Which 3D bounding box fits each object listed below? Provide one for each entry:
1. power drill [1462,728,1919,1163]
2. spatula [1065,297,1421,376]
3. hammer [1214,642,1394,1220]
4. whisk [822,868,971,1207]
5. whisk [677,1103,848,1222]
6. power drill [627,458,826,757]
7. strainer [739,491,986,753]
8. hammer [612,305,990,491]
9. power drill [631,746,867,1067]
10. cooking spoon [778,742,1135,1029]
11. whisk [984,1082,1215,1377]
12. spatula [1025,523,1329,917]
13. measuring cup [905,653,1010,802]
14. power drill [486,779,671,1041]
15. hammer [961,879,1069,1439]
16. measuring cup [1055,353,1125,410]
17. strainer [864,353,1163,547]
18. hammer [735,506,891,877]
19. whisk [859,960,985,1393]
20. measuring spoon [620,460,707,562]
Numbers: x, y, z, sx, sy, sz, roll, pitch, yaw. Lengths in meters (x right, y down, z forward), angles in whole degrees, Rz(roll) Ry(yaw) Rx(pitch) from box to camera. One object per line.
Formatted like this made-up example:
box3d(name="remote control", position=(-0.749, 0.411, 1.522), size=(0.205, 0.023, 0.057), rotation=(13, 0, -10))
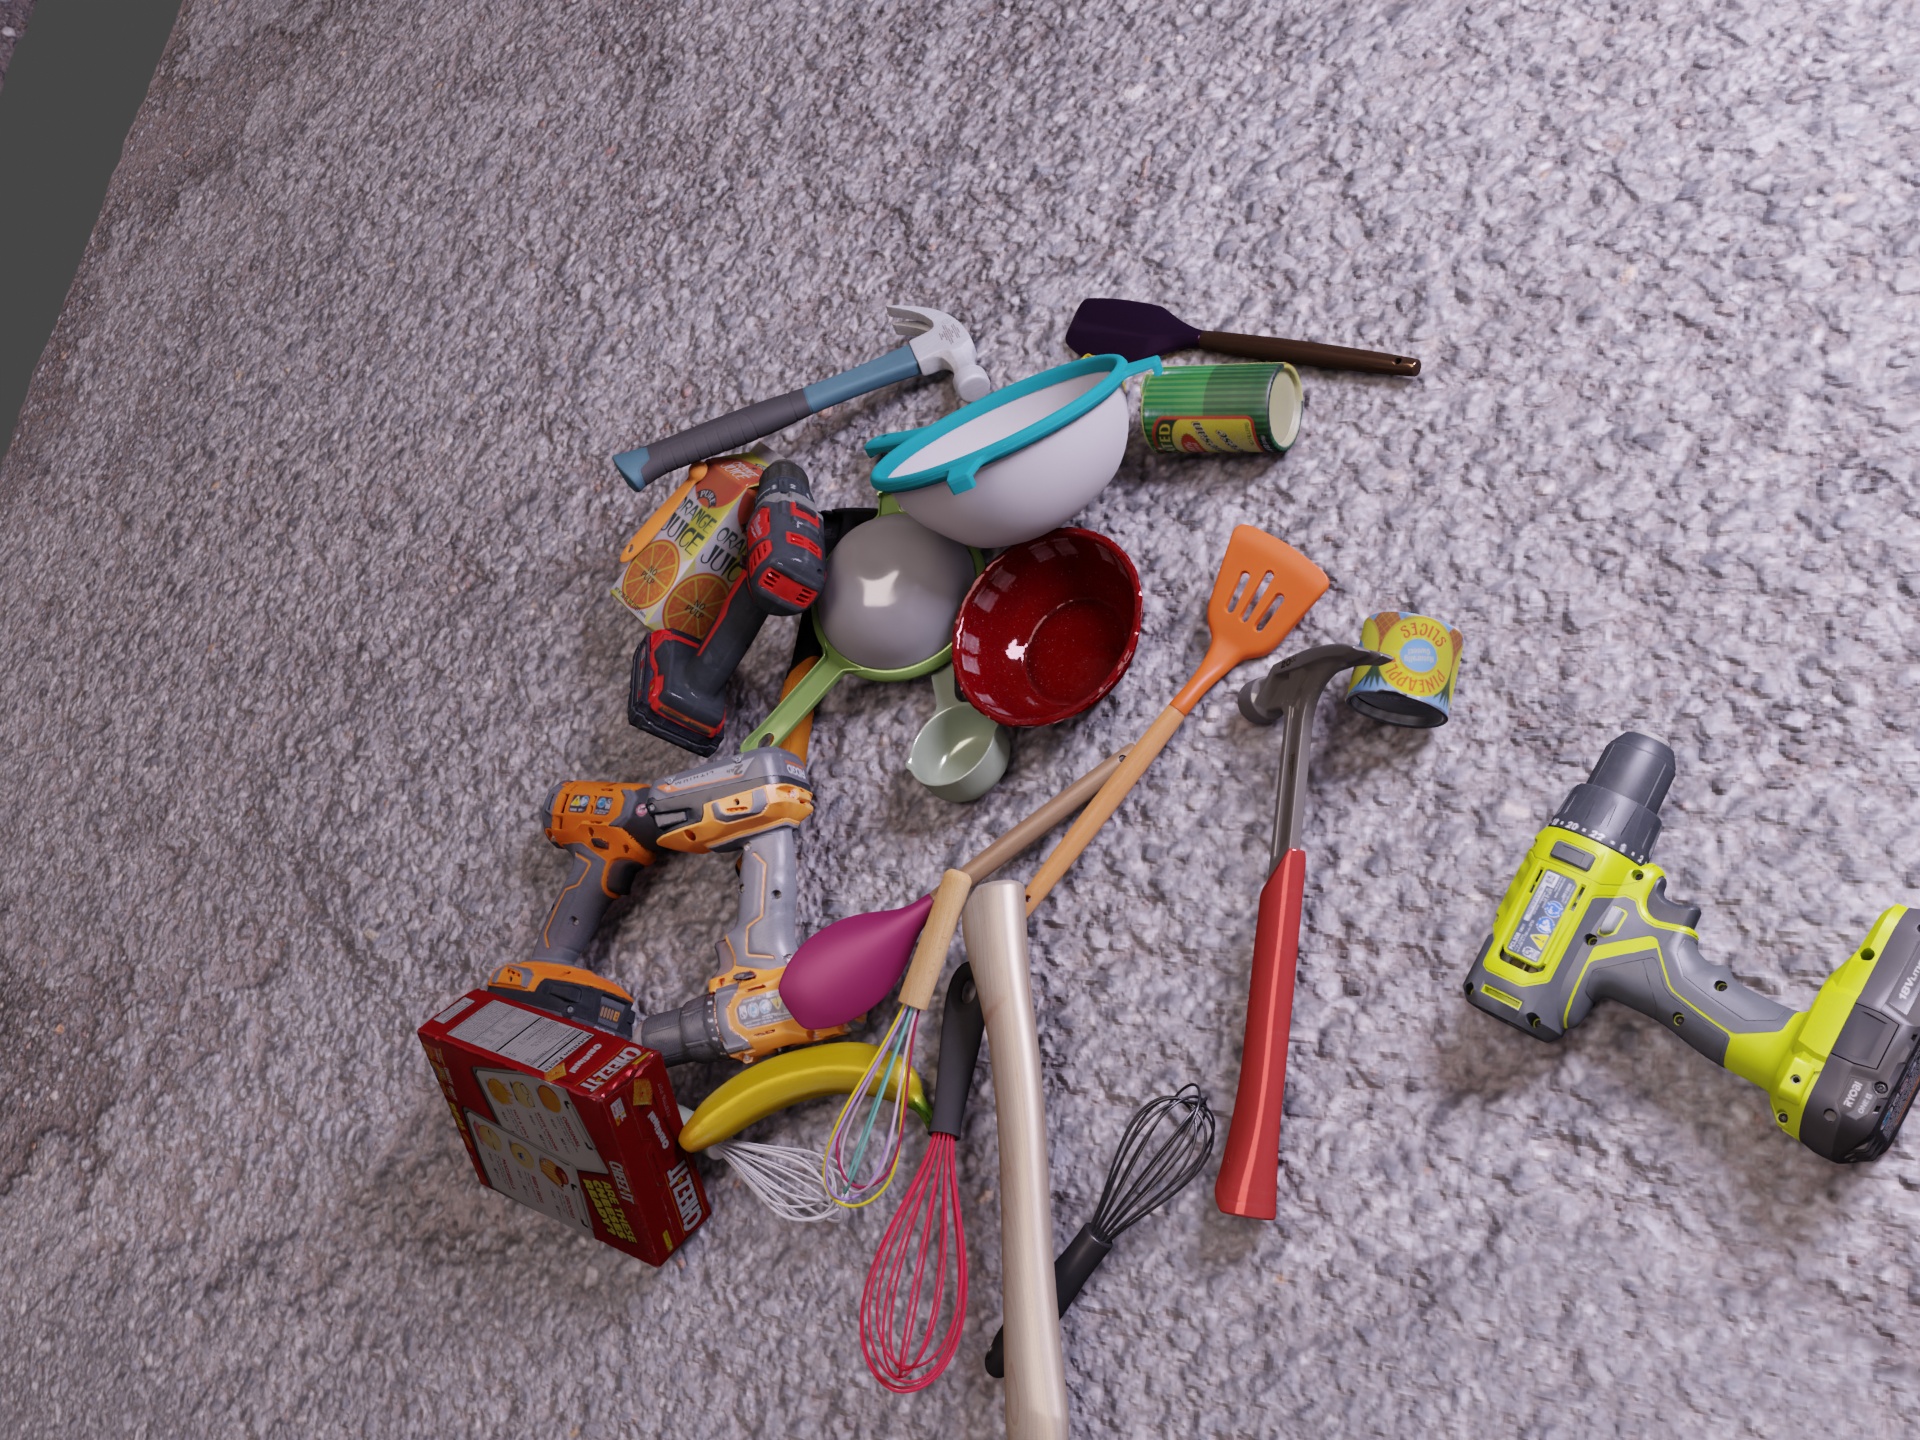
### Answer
box3d(name="power drill", position=(0.420, 0.120, 0.886), size=(0.229, 0.080, 0.190), rotation=(26, 86, 40))
box3d(name="spatula", position=(0.209, -0.291, 1.235), size=(0.316, 0.018, 0.060), rotation=(18, 82, 38))
box3d(name="hammer", position=(0.207, 0.131, 1.011), size=(0.149, 0.036, 0.359), rotation=(153, 127, -69))
box3d(name="whisk", position=(-0.039, 0.223, 1.123), size=(0.047, 0.051, 0.245), rotation=(18, 81, 10))
box3d(name="whisk", position=(-0.177, 0.326, 1.210), size=(0.246, 0.059, 0.058), rotation=(13, 41, 40))
box3d(name="power drill", position=(-0.188, -0.102, 1.328), size=(0.226, 0.080, 0.188), rotation=(-50, 28, 27))
box3d(name="strainer", position=(-0.093, -0.072, 1.261), size=(0.152, 0.069, 0.256), rotation=(39, 84, 26))
box3d(name="hammer", position=(-0.145, -0.273, 1.386), size=(0.331, 0.033, 0.128), rotation=(-21, 52, 2))
box3d(name="power drill", position=(-0.181, 0.152, 1.229), size=(0.185, 0.084, 0.226), rotation=(-17, 75, 13))
box3d(name="cooking spoon", position=(0.002, 0.116, 1.158), size=(0.319, 0.017, 0.069), rotation=(-37, 79, 0))
box3d(name="whisk", position=(0.088, 0.333, 1.033), size=(0.055, 0.055, 0.239), rotation=(42, 100, 38))
box3d(name="spatula", position=(0.137, 0.010, 1.129), size=(0.081, 0.041, 0.322), rotation=(37, 89, 23))
box3d(name="measuring cup", position=(-0.002, -0.004, 1.246), size=(0.083, 0.038, 0.168), rotation=(-26, 41, 17))
box3d(name="power drill", position=(-0.302, 0.159, 1.339), size=(0.164, 0.084, 0.227), rotation=(0, 67, 33))
box3d(name="hammer", position=(0.049, 0.299, 1.028), size=(0.146, 0.038, 0.411), rotation=(-23, 58, 35))
box3d(name="measuring cup", position=(0.071, -0.257, 1.313), size=(0.156, 0.029, 0.062), rotation=(-8, 69, 43))
box3d(name="strainer", position=(0.016, -0.195, 1.259), size=(0.211, 0.095, 0.340), rotation=(-34, 19, -20))
box3d(name="hammer", position=(-0.128, -0.022, 1.331), size=(0.127, 0.034, 0.337), rotation=(-2, 69, 34))
box3d(name="whisk", position=(-0.015, 0.305, 1.094), size=(0.073, 0.073, 0.296), rotation=(-7, 57, 31))
box3d(name="measuring spoon", position=(-0.266, -0.186, 1.412), size=(0.117, 0.011, 0.021), rotation=(-48, 48, 7))
